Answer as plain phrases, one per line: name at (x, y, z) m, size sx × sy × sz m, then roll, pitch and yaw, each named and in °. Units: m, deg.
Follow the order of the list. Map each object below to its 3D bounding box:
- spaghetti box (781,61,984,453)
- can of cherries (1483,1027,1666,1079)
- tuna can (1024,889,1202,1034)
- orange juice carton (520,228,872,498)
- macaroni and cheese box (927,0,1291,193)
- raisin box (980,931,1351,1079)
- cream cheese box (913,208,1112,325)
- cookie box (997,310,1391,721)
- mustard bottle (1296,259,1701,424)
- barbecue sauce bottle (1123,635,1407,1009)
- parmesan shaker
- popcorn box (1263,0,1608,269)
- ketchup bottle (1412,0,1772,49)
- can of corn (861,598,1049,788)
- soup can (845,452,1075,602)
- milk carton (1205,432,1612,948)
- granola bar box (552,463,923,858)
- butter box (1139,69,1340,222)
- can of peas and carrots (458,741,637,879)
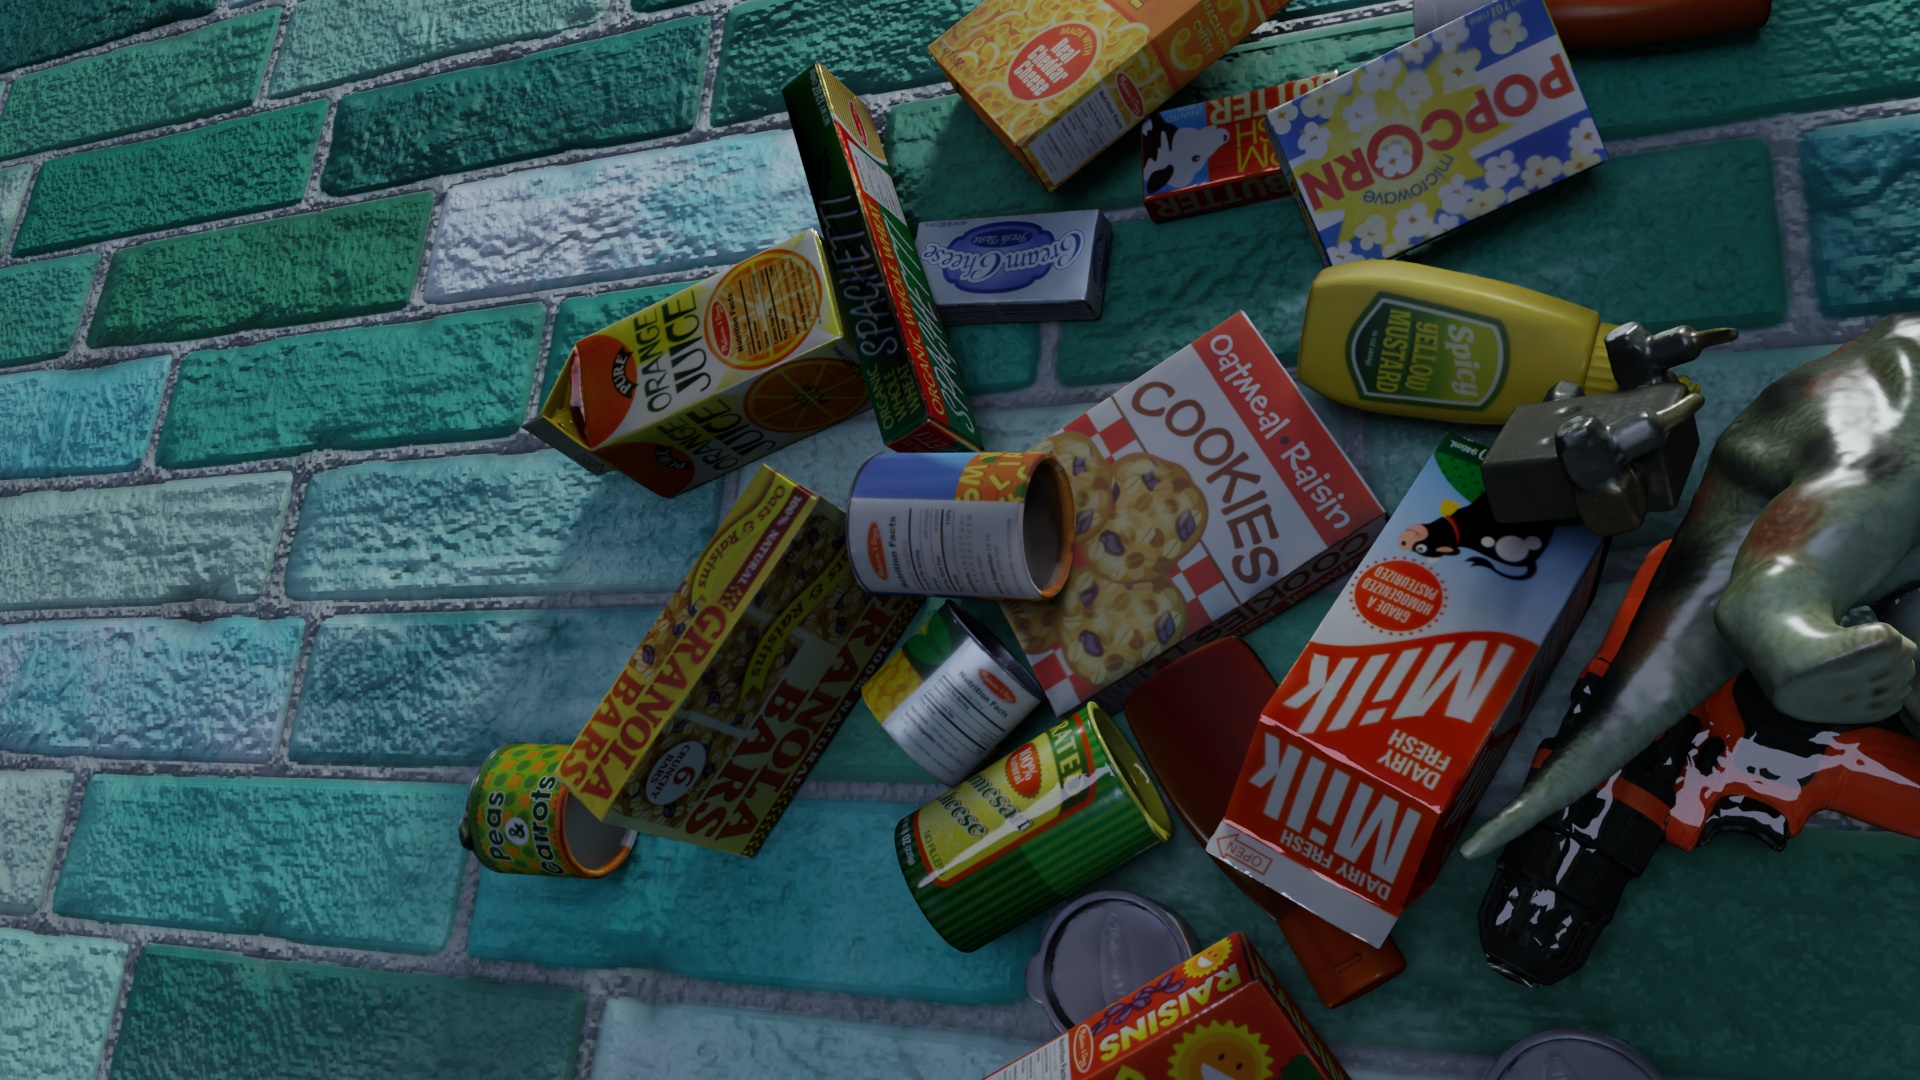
spaghetti box at (-0.043, -0.144, 0.714) m, size 0.028 × 0.050 × 0.251 m, roll -30°, pitch 58°, yaw 22°
can of cherries at (0.216, 0.207, 0.491) m, size 0.071 × 0.058 × 0.071 m, roll -8°, pitch 69°, yaw 21°
tuna can at (0.065, 0.181, 0.581) m, size 0.071 × 0.032 × 0.071 m, roll -8°, pitch 68°, yaw 21°
orange juice carton at (-0.138, -0.084, 0.749) m, size 0.192 × 0.071 × 0.073 m, roll -22°, pitch 64°, yaw 15°
macaroni and cheese box at (0.079, -0.274, 0.731) m, size 0.166 × 0.040 × 0.124 m, roll -37°, pitch 48°, yaw 7°
raisin box at (0.081, 0.219, 0.534) m, size 0.123 × 0.040 × 0.086 m, roll -34°, pitch 99°, yaw 10°
cream cheese box at (0.025, -0.141, 0.725) m, size 0.104 × 0.024 × 0.053 m, roll 2°, pitch 73°, yaw 25°
cookie box at (0.094, -0.009, 0.637) m, size 0.167 × 0.040 × 0.123 m, roll -33°, pitch 61°, yaw 11°
mustard bottle at (0.227, -0.080, 0.591) m, size 0.160 × 0.049 × 0.065 m, roll 13°, pitch 116°, yaw 23°
barbecue sauce bottle at (0.127, 0.116, 0.573) m, size 0.065 × 0.043 × 0.149 m, roll -33°, pitch 62°, yaw 9°
parmesan shaker at (0.031, 0.125, 0.596) m, size 0.103 × 0.071 × 0.071 m, roll -33°, pitch 61°, yaw 10°
popcorn box at (0.213, -0.182, 0.629) m, size 0.126 × 0.038 × 0.085 m, roll -23°, pitch 94°, yaw 15°
ketchup bottle at (0.287, -0.255, 0.640) m, size 0.149 × 0.043 × 0.065 m, roll -1°, pitch 62°, yaw 24°
can of corn at (-0.003, 0.070, 0.636) m, size 0.058 × 0.071 × 0.071 m, roll -45°, pitch 60°, yaw 4°
soup can at (0.002, -0.008, 0.618) m, size 0.084 × 0.071 × 0.071 m, roll 1°, pitch 72°, yaw 26°
milk carton at (0.172, 0.058, 0.527) m, size 0.072 × 0.073 × 0.191 m, roll 26°, pitch 65°, yaw 29°
granola bar box at (-0.094, 0.060, 0.645) m, size 0.039 × 0.124 × 0.165 m, roll 31°, pitch 86°, yaw 30°
butter box at (0.142, -0.196, 0.694) m, size 0.103 × 0.024 × 0.053 m, roll -7°, pitch 68°, yaw 22°
can of peas and carrots at (-0.204, 0.136, 0.696) m, size 0.058 × 0.071 × 0.071 m, roll -2°, pitch 71°, yaw 23°
